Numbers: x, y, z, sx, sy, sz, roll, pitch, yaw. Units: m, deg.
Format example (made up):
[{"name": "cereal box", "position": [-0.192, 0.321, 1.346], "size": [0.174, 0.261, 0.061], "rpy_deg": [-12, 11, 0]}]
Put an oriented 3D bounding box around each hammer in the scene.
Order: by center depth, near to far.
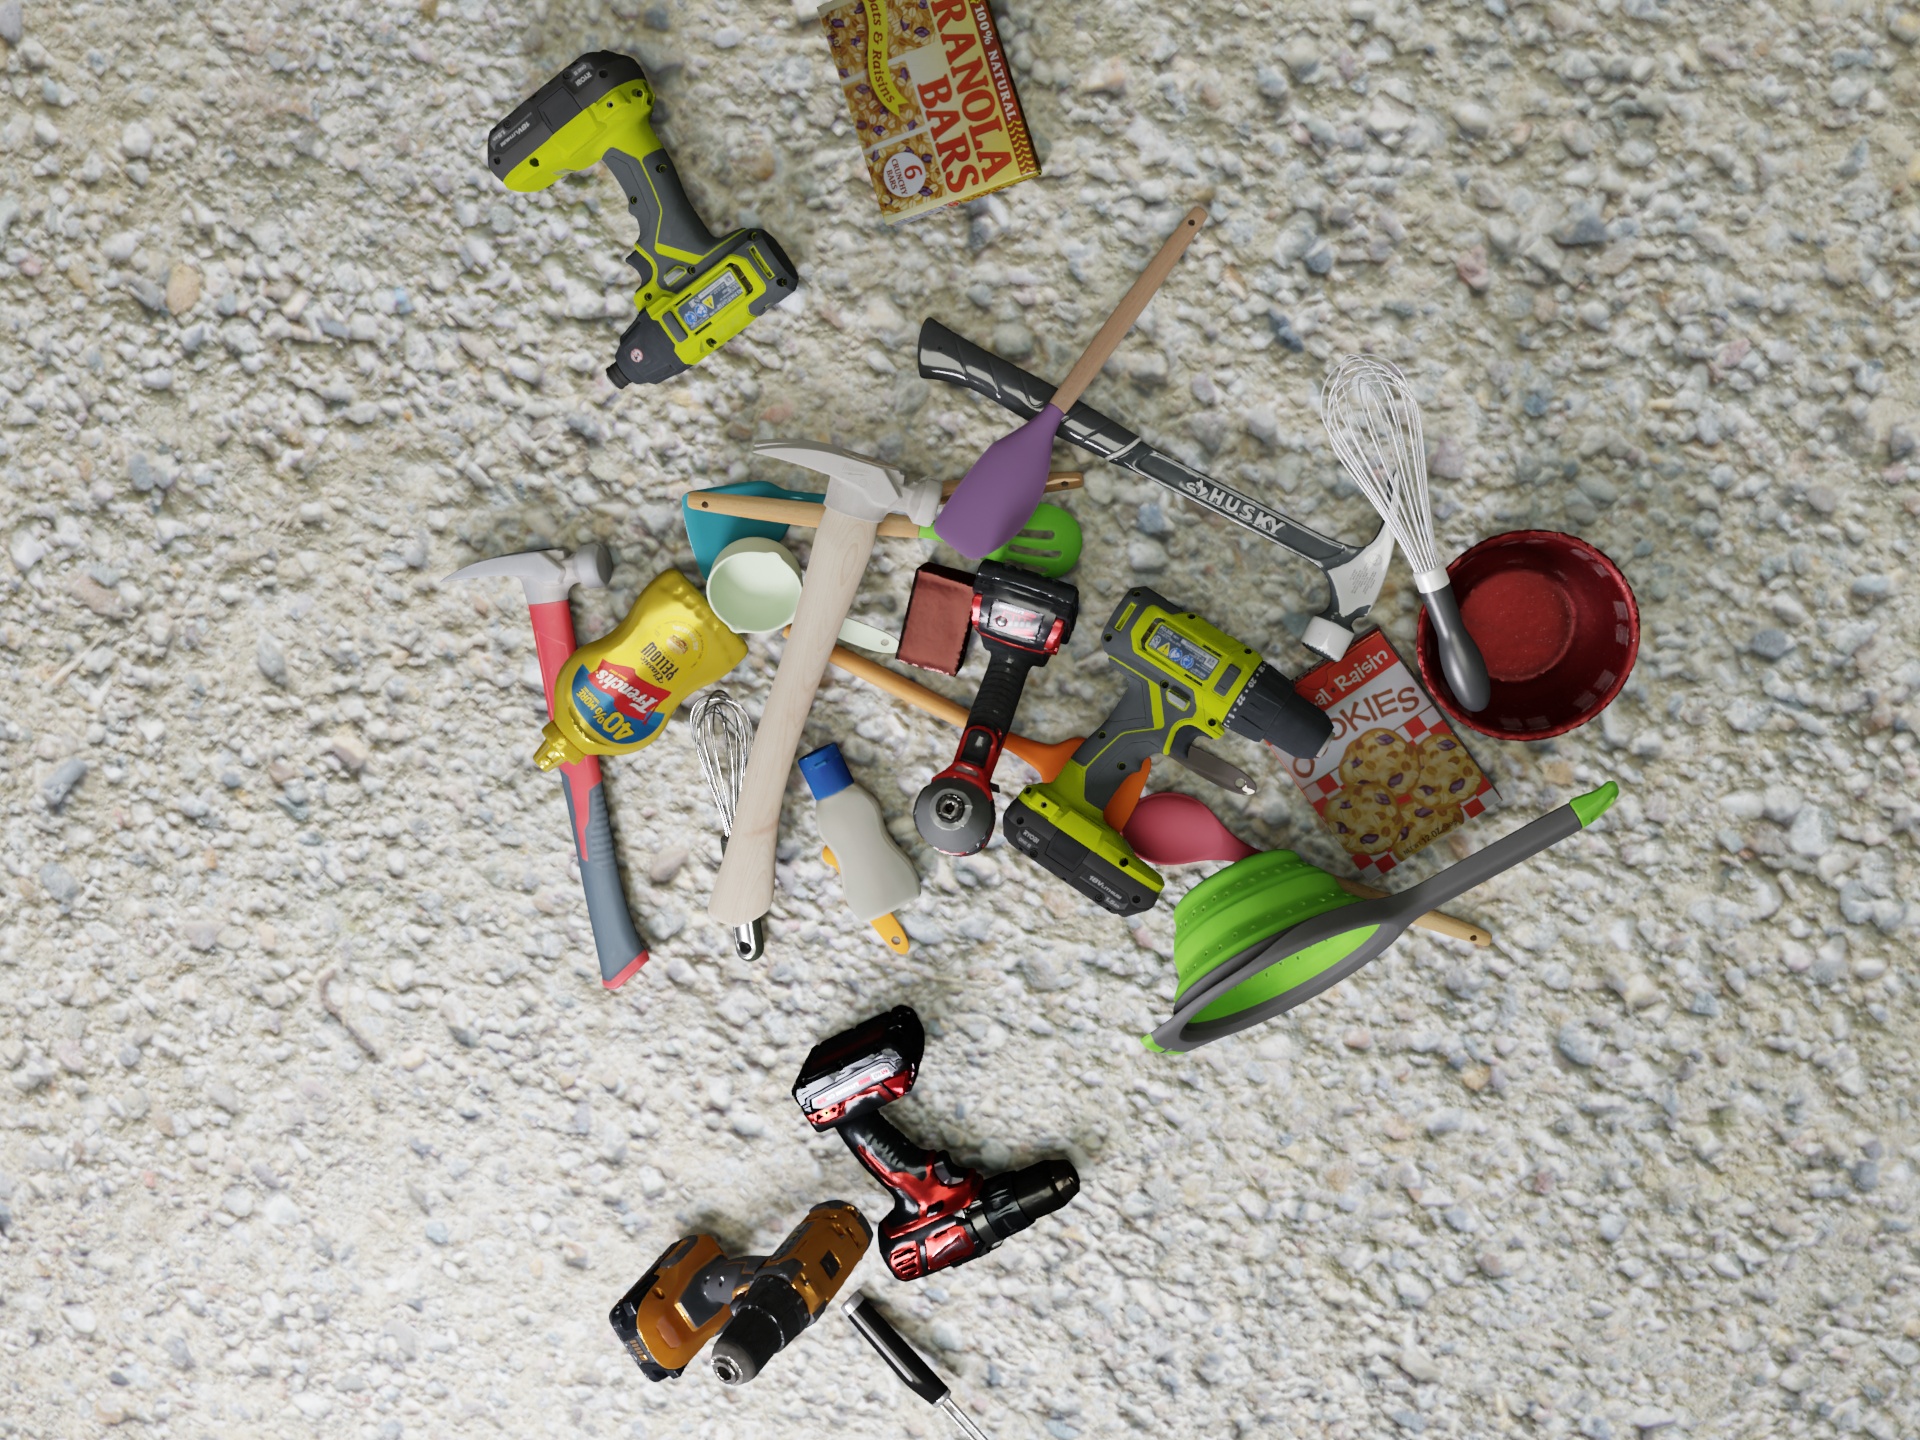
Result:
[{"name": "hammer", "position": [0.147, -0.205, 1.229], "size": [0.409, 0.036, 0.149], "rpy_deg": [29, 92, 4]}, {"name": "hammer", "position": [-0.144, -0.020, 1.267], "size": [0.146, 0.038, 0.410], "rpy_deg": [16, 111, -9]}, {"name": "hammer", "position": [-0.341, 0.046, 1.369], "size": [0.143, 0.038, 0.386], "rpy_deg": [-5, 102, 11]}]

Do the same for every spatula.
[{"name": "spatula", "position": [0.091, -0.257, 1.209], "size": [0.060, 0.018, 0.316], "rpy_deg": [36, 93, 2]}, {"name": "spatula", "position": [-0.060, -0.171, 1.272], "size": [0.317, 0.044, 0.082], "rpy_deg": [-5, 125, 8]}, {"name": "spatula", "position": [-0.002, -0.004, 1.302], "size": [0.322, 0.041, 0.081], "rpy_deg": [26, 93, 4]}]

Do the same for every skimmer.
[{"name": "skimmer", "position": [0.034, 0.651, 1.454], "size": [0.363, 0.090, 0.127], "rpy_deg": [45, 109, 8]}]

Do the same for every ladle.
[{"name": "ladle", "position": [0.281, 0.126, 1.296], "size": [0.315, 0.031, 0.069], "rpy_deg": [19, 117, 2]}]

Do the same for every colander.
[{"name": "colander", "position": [0.300, 0.122, 1.215], "size": [0.397, 0.204, 0.095], "rpy_deg": [-32, 65, 13]}]

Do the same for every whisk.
[{"name": "whisk", "position": [0.332, -0.134, 1.158], "size": [0.070, 0.070, 0.284], "rpy_deg": [-21, 104, 13]}, {"name": "whisk", "position": [-0.193, 0.093, 1.352], "size": [0.058, 0.059, 0.246], "rpy_deg": [1, 108, 20]}]

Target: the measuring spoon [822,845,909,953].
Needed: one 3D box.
[{"name": "measuring spoon", "position": [-0.081, 0.155, 1.366], "size": [0.021, 0.011, 0.117], "rpy_deg": [-35, 96, 15]}]

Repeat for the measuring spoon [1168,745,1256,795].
[{"name": "measuring spoon", "position": [0.187, 0.028, 1.297], "size": [0.124, 0.018, 0.034], "rpy_deg": [28, 105, -5]}]

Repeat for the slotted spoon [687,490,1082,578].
[{"name": "slotted spoon", "position": [-0.058, -0.153, 1.254], "size": [0.313, 0.031, 0.070], "rpy_deg": [7, 117, -3]}]

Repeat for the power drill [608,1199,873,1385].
[{"name": "power drill", "position": [-0.199, 0.499, 1.350], "size": [0.226, 0.185, 0.084], "rpy_deg": [-26, 98, 35]}]

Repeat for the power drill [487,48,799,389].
[{"name": "power drill", "position": [-0.256, -0.383, 1.238], "size": [0.171, 0.080, 0.223], "rpy_deg": [-32, 99, 14]}]

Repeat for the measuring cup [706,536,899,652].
[{"name": "measuring cup", "position": [-0.124, -0.096, 1.291], "size": [0.167, 0.038, 0.083], "rpy_deg": [21, 122, -19]}]

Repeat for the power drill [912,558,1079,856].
[{"name": "power drill", "position": [0.021, -0.003, 1.219], "size": [0.078, 0.143, 0.220], "rpy_deg": [18, 84, 6]}]

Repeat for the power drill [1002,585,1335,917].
[{"name": "power drill", "position": [0.157, 0.035, 1.228], "size": [0.190, 0.080, 0.228], "rpy_deg": [34, 93, 11]}]

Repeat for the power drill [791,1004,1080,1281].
[{"name": "power drill", "position": [-0.021, 0.363, 1.374], "size": [0.188, 0.080, 0.226], "rpy_deg": [-27, 100, 14]}]
